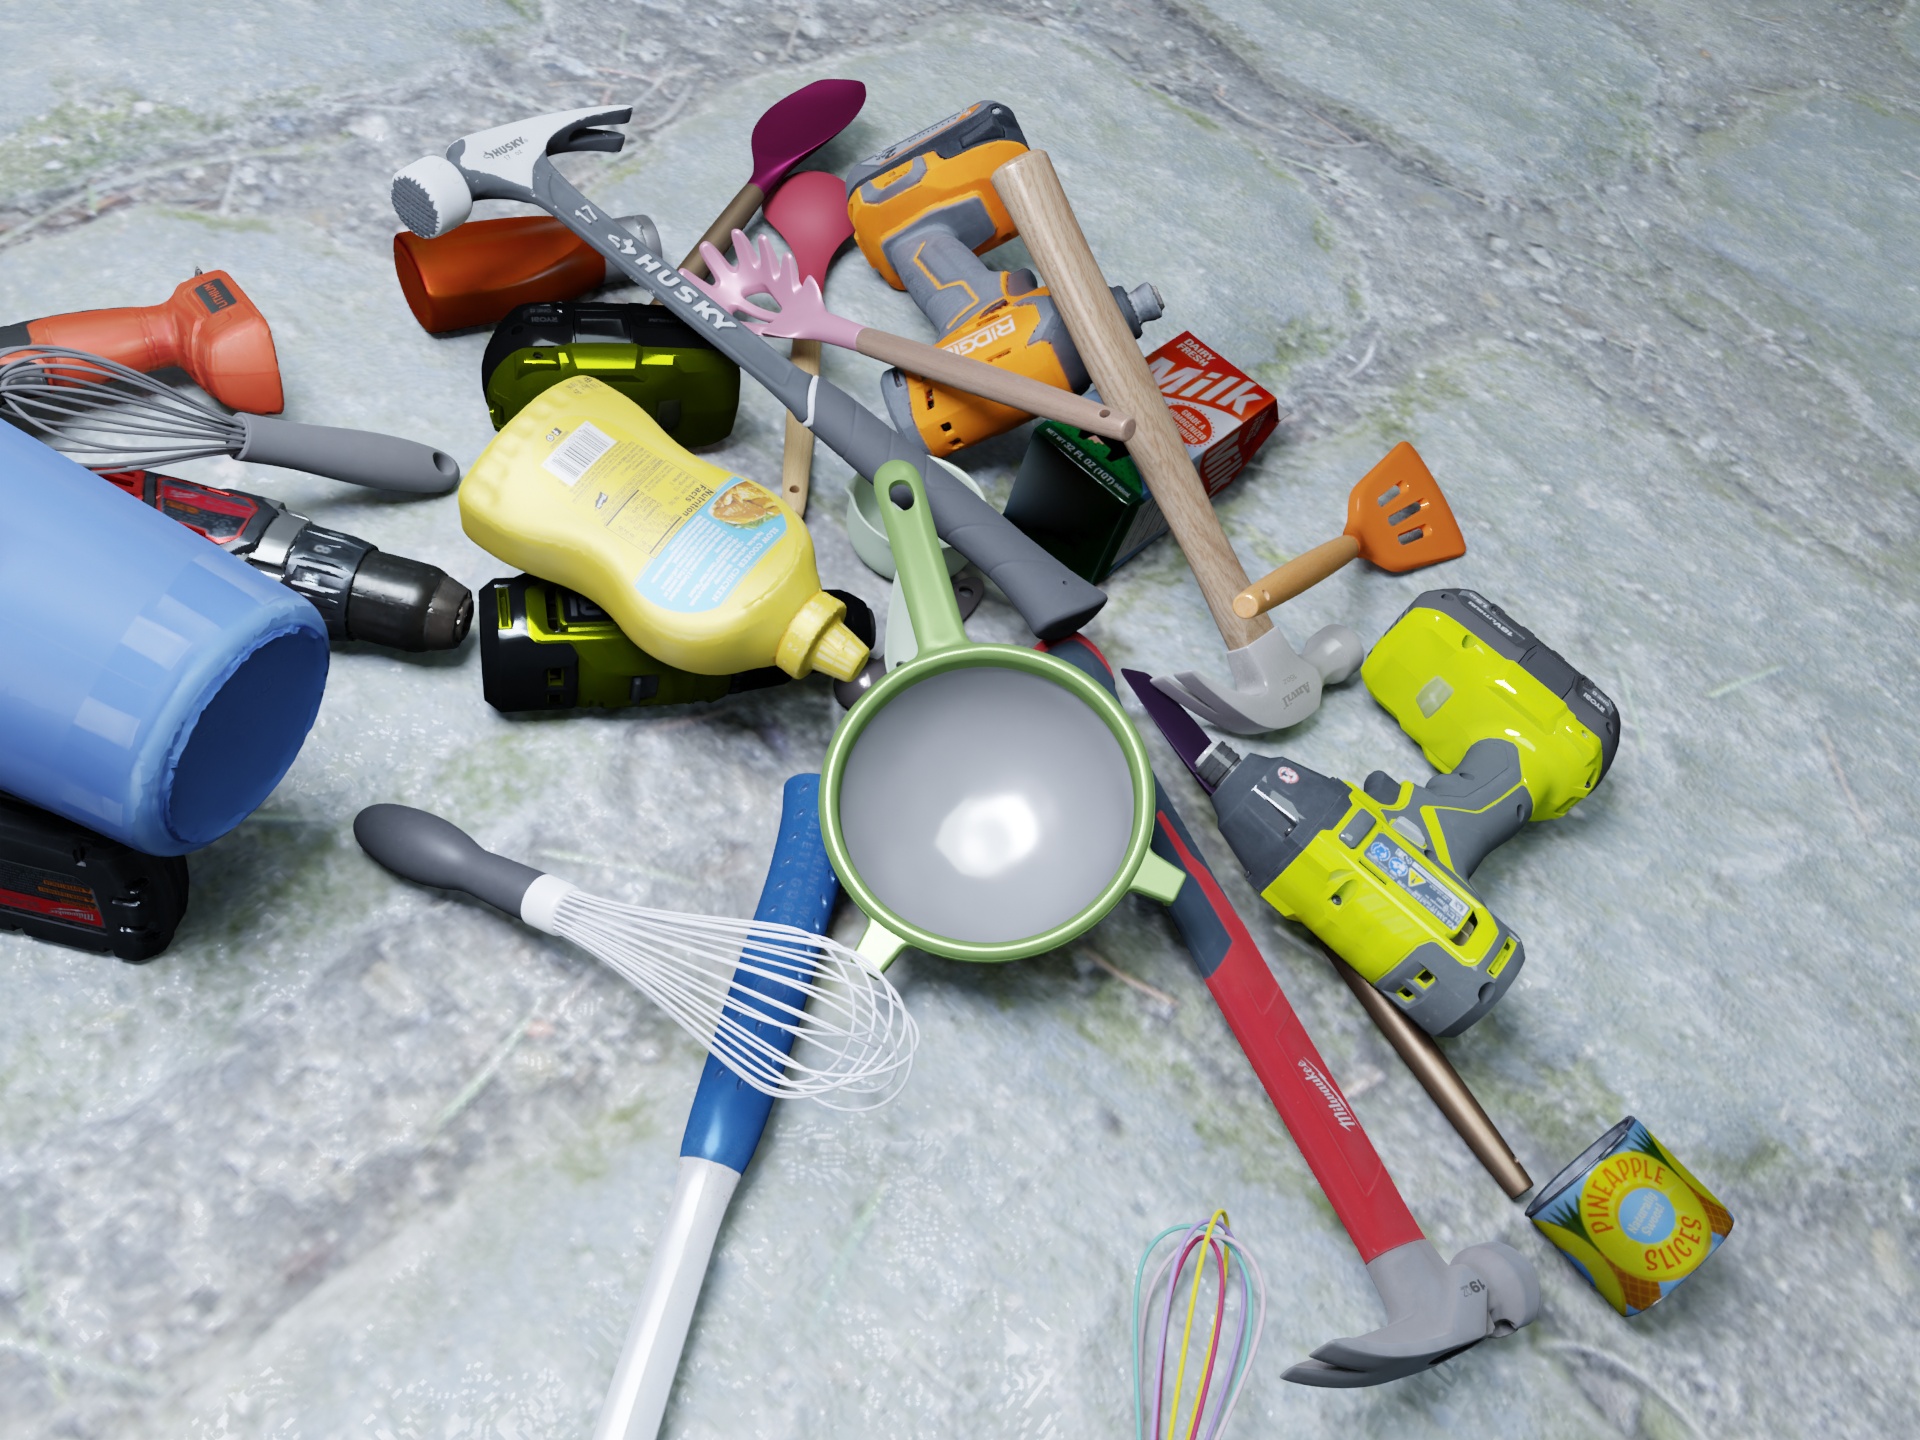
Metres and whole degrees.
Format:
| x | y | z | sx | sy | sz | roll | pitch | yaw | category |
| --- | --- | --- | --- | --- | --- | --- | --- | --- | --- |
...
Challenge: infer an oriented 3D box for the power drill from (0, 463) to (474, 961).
| x | y | z | sx | sy | sz | roll | pitch | yaw | category |
| --- | --- | --- | --- | --- | --- | --- | --- | --- | --- |
| -0.336 | -0.012 | 0.699 | 0.188 | 0.080 | 0.227 | 15 | 48 | -5 | power drill |

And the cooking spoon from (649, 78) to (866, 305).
| x | y | z | sx | sy | sz | roll | pitch | yaw | category |
| --- | --- | --- | --- | --- | --- | --- | --- | --- | --- |
| -0.141 | -0.316 | 0.998 | 0.069 | 0.017 | 0.319 | 12 | 54 | 22 | cooking spoon |

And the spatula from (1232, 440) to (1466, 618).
| x | y | z | sx | sy | sz | roll | pitch | yaw | category |
| --- | --- | --- | --- | --- | --- | --- | --- | --- | --- |
| 0.213 | -0.096 | 0.871 | 0.081 | 0.041 | 0.322 | 62 | 31 | 0 | spatula |

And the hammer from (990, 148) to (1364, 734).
| x | y | z | sx | sy | sz | roll | pitch | yaw | category |
| --- | --- | --- | --- | --- | --- | --- | --- | --- | --- |
| 0.103 | -0.143 | 0.843 | 0.130 | 0.031 | 0.331 | -33 | 98 | -36 | hammer |

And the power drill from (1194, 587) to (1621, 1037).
| x | y | z | sx | sy | sz | roll | pitch | yaw | category |
| --- | --- | --- | --- | --- | --- | --- | --- | --- | --- |
| 0.227 | 0.031 | 0.798 | 0.171 | 0.080 | 0.223 | 42 | 48 | 10 | power drill |

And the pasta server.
| x | y | z | sx | sy | sz | roll | pitch | yaw | category |
| --- | --- | --- | --- | --- | --- | --- | --- | --- | --- |
| -0.036 | -0.206 | 0.867 | 0.316 | 0.040 | 0.060 | 27 | 74 | 34 | pasta server |

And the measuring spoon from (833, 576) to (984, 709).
| x | y | z | sx | sy | sz | roll | pitch | yaw | category |
| --- | --- | --- | --- | --- | --- | --- | --- | --- | --- |
| -0.023 | -0.046 | 0.845 | 0.034 | 0.018 | 0.124 | 35 | 52 | 12 | measuring spoon |

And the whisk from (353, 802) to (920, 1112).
| x | y | z | sx | sy | sz | roll | pitch | yaw | category |
| --- | --- | --- | --- | --- | --- | --- | --- | --- | --- |
| -0.143 | 0.089 | 0.656 | 0.285 | 0.070 | 0.070 | 19 | 49 | 22 | whisk |

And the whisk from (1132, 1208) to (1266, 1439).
| x | y | z | sx | sy | sz | roll | pitch | yaw | category |
| --- | --- | --- | --- | --- | --- | --- | --- | --- | --- |
| 0.073 | 0.298 | 0.594 | 0.051 | 0.047 | 0.245 | 21 | 54 | -1 | whisk |

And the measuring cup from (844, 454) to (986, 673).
| x | y | z | sx | sy | sz | roll | pitch | yaw | category |
| --- | --- | --- | --- | --- | --- | --- | --- | --- | --- |
| -0.028 | -0.073 | 0.851 | 0.083 | 0.038 | 0.168 | 10 | 52 | -7 | measuring cup |

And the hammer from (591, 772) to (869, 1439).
| x | y | z | sx | sy | sz | roll | pitch | yaw | category |
| --- | --- | --- | --- | --- | --- | --- | --- | --- | --- |
| -0.097 | 0.191 | 0.633 | 0.144 | 0.035 | 0.406 | 17 | 51 | -2 | hammer |

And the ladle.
| x | y | z | sx | sy | sz | roll | pitch | yaw | category |
| --- | --- | --- | --- | --- | --- | --- | --- | --- | --- |
| -0.094 | -0.241 | 0.970 | 0.069 | 0.031 | 0.316 | 3 | 54 | -5 | ladle |

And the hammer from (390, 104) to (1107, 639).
| x | y | z | sx | sy | sz | roll | pitch | yaw | category |
| --- | --- | --- | --- | --- | --- | --- | --- | --- | --- |
| -0.091 | -0.180 | 0.829 | 0.409 | 0.036 | 0.149 | 39 | 50 | 3 | hammer |

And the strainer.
| x | y | z | sx | sy | sz | roll | pitch | yaw | category |
| --- | --- | --- | --- | --- | --- | --- | --- | --- | --- |
| -0.001 | -0.002 | 0.757 | 0.151 | 0.069 | 0.257 | -14 | 67 | -4 | strainer |

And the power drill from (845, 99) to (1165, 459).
| x | y | z | sx | sy | sz | roll | pitch | yaw | category |
| --- | --- | --- | --- | --- | --- | --- | --- | --- | --- |
| 0.022 | -0.266 | 0.945 | 0.164 | 0.084 | 0.227 | -23 | 53 | 12 | power drill |

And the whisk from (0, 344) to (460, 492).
| x | y | z | sx | sy | sz | roll | pitch | yaw | category |
| --- | --- | --- | --- | --- | --- | --- | --- | --- | --- |
| -0.338 | -0.131 | 0.750 | 0.238 | 0.055 | 0.055 | 1 | 46 | -53 | whisk |

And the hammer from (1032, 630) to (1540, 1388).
| x | y | z | sx | sy | sz | roll | pitch | yaw | category |
| --- | --- | --- | --- | --- | --- | --- | --- | --- | --- |
| 0.112 | 0.108 | 0.731 | 0.143 | 0.038 | 0.387 | 4 | 47 | -40 | hammer |

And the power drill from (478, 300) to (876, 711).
| x | y | z | sx | sy | sz | roll | pitch | yaw | category |
| --- | --- | --- | --- | --- | --- | --- | --- | --- | --- |
| -0.154 | -0.107 | 0.820 | 0.190 | 0.080 | 0.229 | -4 | 57 | -18 | power drill |

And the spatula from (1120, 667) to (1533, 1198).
| x | y | z | sx | sy | sz | roll | pitch | yaw | category |
| --- | --- | --- | --- | --- | --- | --- | --- | --- | --- |
| 0.176 | 0.094 | 0.787 | 0.059 | 0.018 | 0.316 | 8 | 44 | -58 | spatula |
